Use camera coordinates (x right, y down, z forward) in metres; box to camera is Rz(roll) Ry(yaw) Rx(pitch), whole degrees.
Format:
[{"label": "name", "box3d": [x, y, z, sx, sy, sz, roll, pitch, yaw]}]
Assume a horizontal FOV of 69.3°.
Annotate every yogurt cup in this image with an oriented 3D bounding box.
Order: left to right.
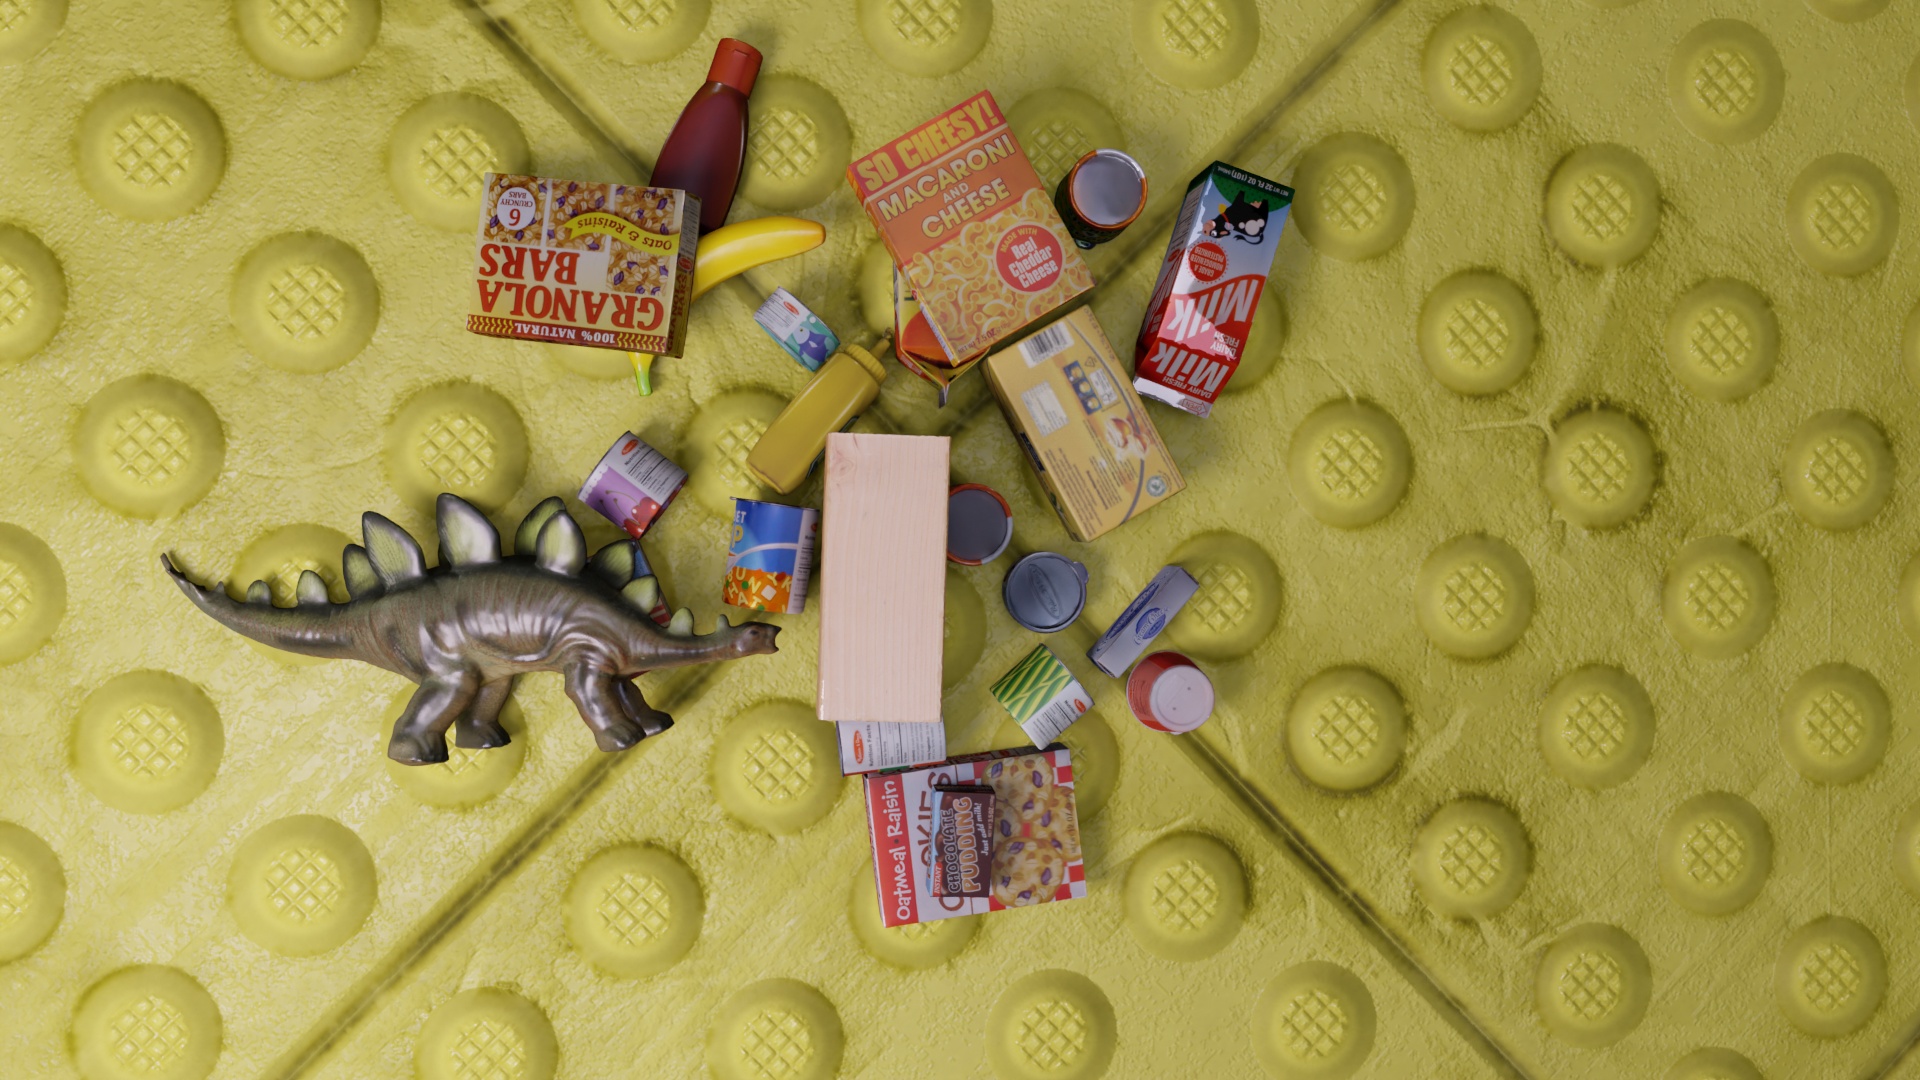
[{"label": "yogurt cup", "box3d": [0.175, 0.126, 1.138, 0.072, 0.054, 0.072, 0, 90, -7]}]

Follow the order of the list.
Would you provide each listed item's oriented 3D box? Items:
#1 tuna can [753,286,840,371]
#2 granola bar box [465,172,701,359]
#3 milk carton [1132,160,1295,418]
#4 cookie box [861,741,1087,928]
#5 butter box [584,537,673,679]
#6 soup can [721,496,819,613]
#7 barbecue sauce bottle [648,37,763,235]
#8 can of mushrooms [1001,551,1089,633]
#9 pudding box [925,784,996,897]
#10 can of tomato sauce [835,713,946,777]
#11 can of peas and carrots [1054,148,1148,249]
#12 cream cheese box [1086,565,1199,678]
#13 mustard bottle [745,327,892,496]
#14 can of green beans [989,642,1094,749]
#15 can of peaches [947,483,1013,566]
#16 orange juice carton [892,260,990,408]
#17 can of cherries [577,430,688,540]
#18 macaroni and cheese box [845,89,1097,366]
[{"label": "tuna can", "box3d": [-0.128, -0.165, 1.094, 0.071, 0.071, 0.033, 42, 87, -6]}, {"label": "granola bar box", "box3d": [-0.287, -0.210, 1.060, 0.165, 0.039, 0.124, 8, 92, 12]}, {"label": "milk carton", "box3d": [0.199, -0.200, 1.128, 0.072, 0.073, 0.190, 19, 89, -7]}, {"label": "cookie box", "box3d": [0.011, 0.237, 1.127, 0.168, 0.040, 0.123, -7, 91, -8]}, {"label": "butter box", "box3d": [-0.260, 0.054, 1.099, 0.053, 0.024, 0.103, -24, 93, -6]}, {"label": "soup can", "box3d": [-0.152, 0.011, 1.091, 0.071, 0.071, 0.083, 9, 90, -7]}, {"label": "barbecue sauce bottle", "box3d": [-0.196, -0.319, 1.093, 0.065, 0.043, 0.148, 19, 88, -16]}, {"label": "can of mushrooms", "box3d": [0.070, 0.041, 1.135, 0.071, 0.033, 0.071, 0, 90, -6]}, {"label": "pudding box", "box3d": [0.000, 0.235, 1.088, 0.050, 0.030, 0.083, 4, 90, -7]}, {"label": "can of tomato sauce", "box3d": [-0.057, 0.149, 1.106, 0.083, 0.071, 0.071, -7, 92, -7]}, {"label": "can of peas and carrots", "box3d": [0.113, -0.276, 1.124, 0.071, 0.058, 0.071, 0, 91, -7]}, {"label": "cream cheese box", "box3d": [0.148, 0.066, 1.135, 0.024, 0.053, 0.104, 43, 86, -4]}, {"label": "mustard bottle", "box3d": [-0.103, -0.107, 1.098, 0.049, 0.065, 0.160, 41, 82, -3]}, {"label": "can of green beans", "box3d": [0.065, 0.126, 1.119, 0.058, 0.071, 0.071, -40, 95, -4]}, {"label": "can of peaches", "box3d": [0.004, -0.014, 1.114, 0.071, 0.058, 0.071, 0, 91, -7]}, {"label": "orange juice carton", "box3d": [-0.016, -0.202, 1.102, 0.073, 0.072, 0.192, -2, 91, -6]}, {"label": "can of cherries", "box3d": [-0.255, -0.041, 1.080, 0.058, 0.071, 0.071, 36, 87, -7]}, {"label": "macaroni and cheese box", "box3d": [0.007, -0.234, 1.048, 0.124, 0.040, 0.166, -30, 94, -5]}]
